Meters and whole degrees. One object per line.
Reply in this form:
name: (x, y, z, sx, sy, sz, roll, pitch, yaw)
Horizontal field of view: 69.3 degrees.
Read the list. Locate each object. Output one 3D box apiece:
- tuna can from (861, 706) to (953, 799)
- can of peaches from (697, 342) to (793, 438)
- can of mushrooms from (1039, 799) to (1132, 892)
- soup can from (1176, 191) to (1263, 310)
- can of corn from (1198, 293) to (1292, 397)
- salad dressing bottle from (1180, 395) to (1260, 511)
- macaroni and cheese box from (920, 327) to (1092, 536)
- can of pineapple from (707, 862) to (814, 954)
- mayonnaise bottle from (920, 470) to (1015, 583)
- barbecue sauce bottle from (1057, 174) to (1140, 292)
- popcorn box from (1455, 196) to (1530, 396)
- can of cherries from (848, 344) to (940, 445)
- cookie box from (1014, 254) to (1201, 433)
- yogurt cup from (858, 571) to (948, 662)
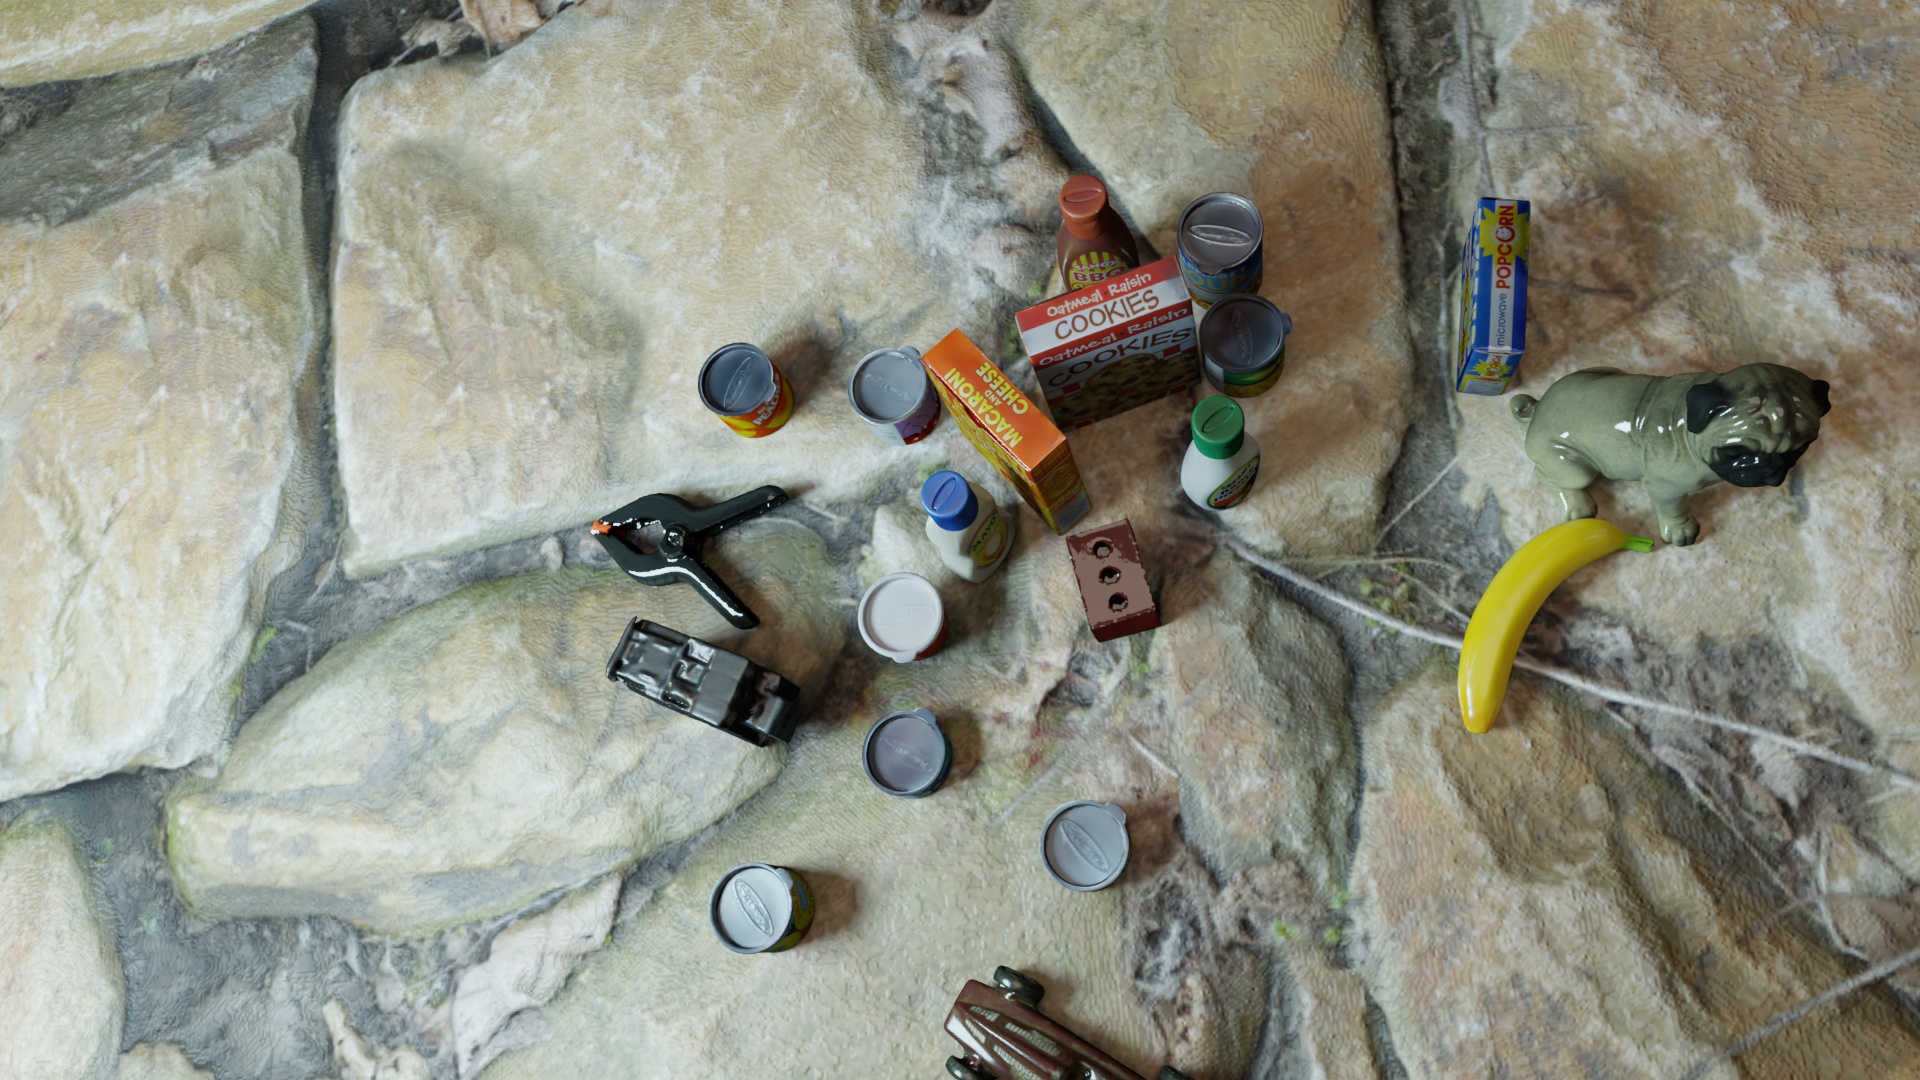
tuna can: (-0.039, 0.164, 1.074, 0.071, 0.032, 0.071, -3, 73, 11)
can of peaches: (-0.179, -0.125, 1.175, 0.071, 0.058, 0.071, -3, 74, 11)
can of mushrooms: (0.095, 0.224, 1.027, 0.071, 0.033, 0.071, -3, 73, 11)
soup can: (0.207, -0.226, 1.109, 0.071, 0.083, 0.071, -3, 74, 11)
can of corn: (0.226, -0.153, 1.097, 0.071, 0.058, 0.071, -3, 74, 11)
salad dressing bottle: (0.192, -0.065, 1.031, 0.064, 0.147, 0.044, -39, 70, -1)
macaroni and cheese box: (0.038, -0.078, 1.057, 0.040, 0.166, 0.124, -42, 70, -2)
can of pineapple: (-0.148, 0.278, 1.050, 0.071, 0.057, 0.071, -3, 74, 11)
mayonnaise bottle: (0.004, -0.013, 1.055, 0.041, 0.148, 0.065, 32, 83, 18)
barbecue sauce bottle: (0.106, -0.237, 1.099, 0.065, 0.148, 0.044, -7, 73, 10)
popcorn box: (0.403, -0.183, 1.054, 0.038, 0.085, 0.127, 5, 75, 13)
can of cherries: (-0.051, -0.119, 1.146, 0.071, 0.058, 0.071, -3, 74, 11)
cookie box: (0.116, -0.146, 1.060, 0.123, 0.167, 0.040, -20, 71, 6)
yogurt cup: (-0.041, 0.063, 1.092, 0.072, 0.054, 0.072, -3, 74, 11)
